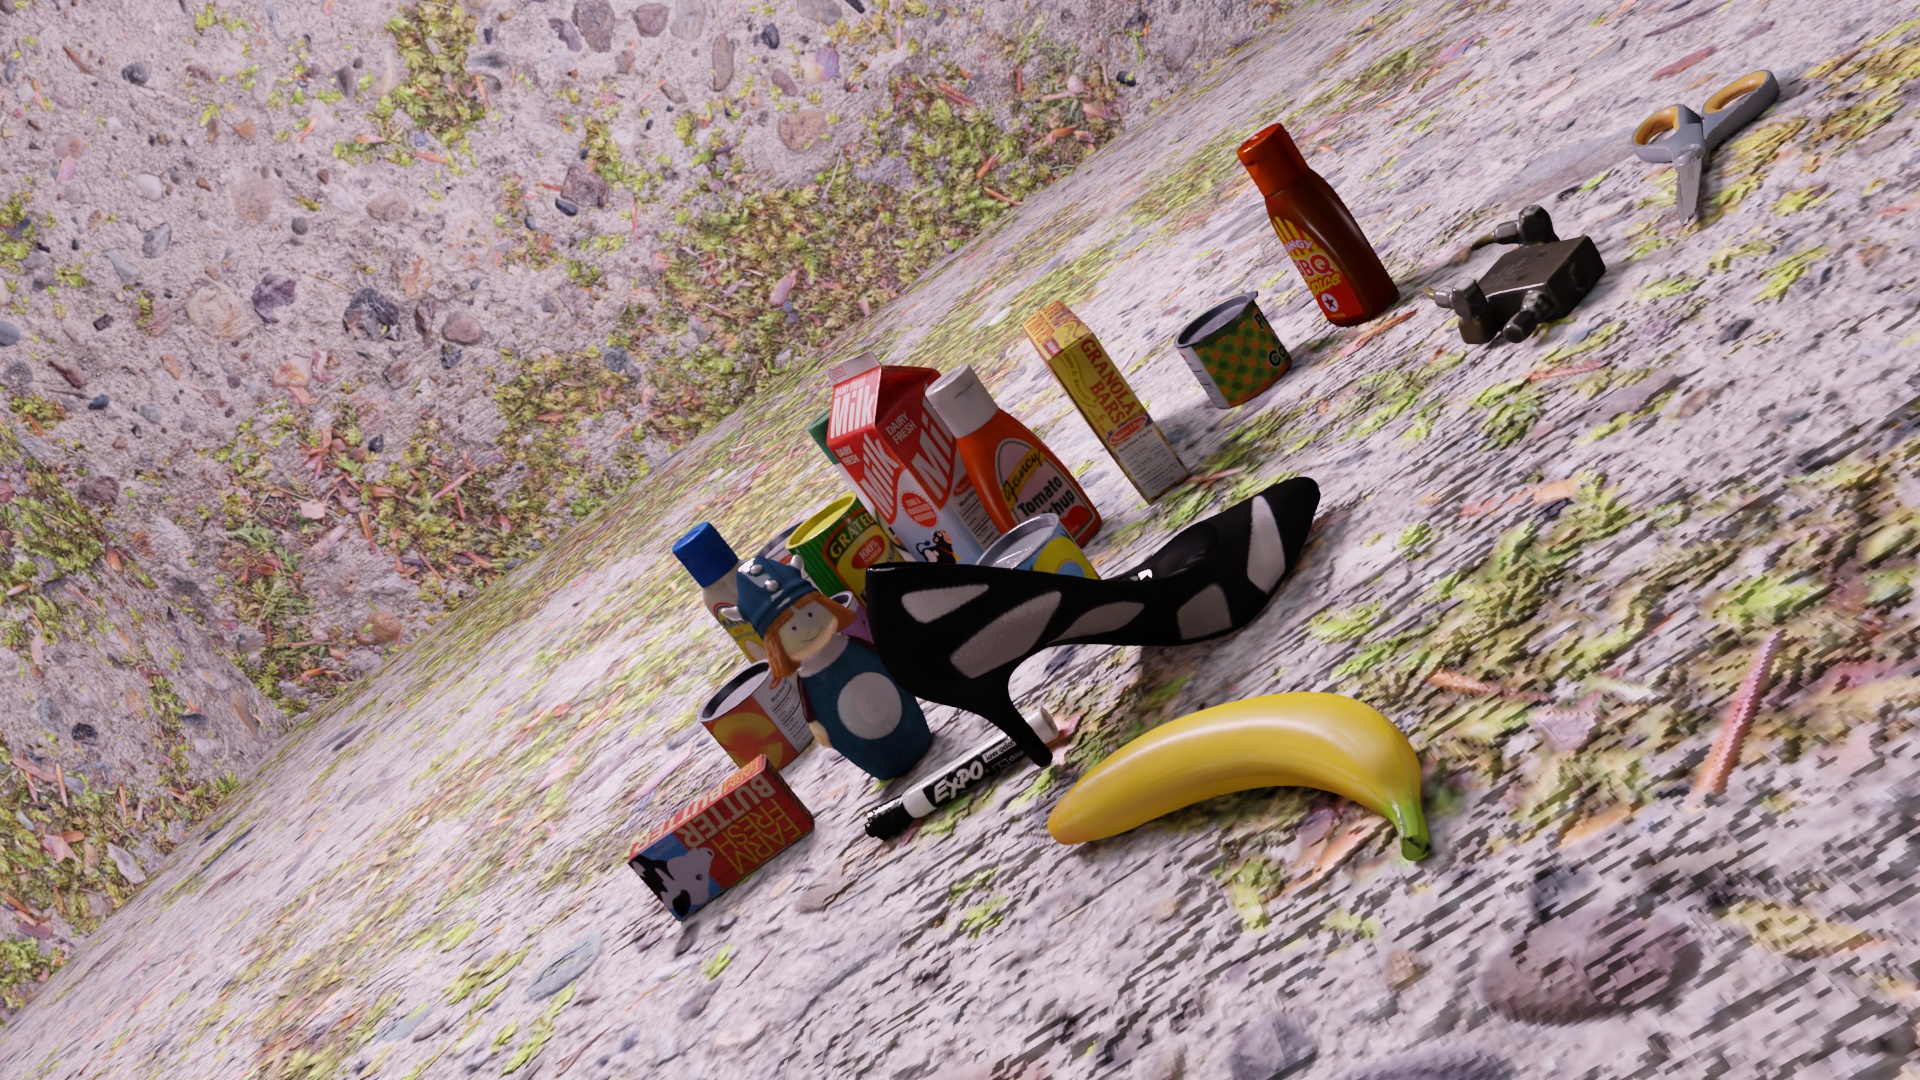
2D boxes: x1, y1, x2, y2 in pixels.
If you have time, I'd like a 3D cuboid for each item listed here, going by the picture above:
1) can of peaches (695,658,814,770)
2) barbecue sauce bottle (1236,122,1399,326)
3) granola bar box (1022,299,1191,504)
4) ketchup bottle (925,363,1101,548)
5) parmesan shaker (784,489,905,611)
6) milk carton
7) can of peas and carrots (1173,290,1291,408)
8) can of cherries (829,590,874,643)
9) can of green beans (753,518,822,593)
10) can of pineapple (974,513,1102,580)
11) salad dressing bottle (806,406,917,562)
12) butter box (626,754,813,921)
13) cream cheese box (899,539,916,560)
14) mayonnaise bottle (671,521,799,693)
[{"bbox_3d":[-0.143,0.127,0.982,0.071,0.058,0.071,-34,16,11],"label":"can of peaches"},{"bbox_3d":[0.249,-0.223,0.981,0.044,0.148,0.065,-40,16,-11],"label":"barbecue sauce bottle"},{"bbox_3d":[0.101,-0.104,1.002,0.039,0.124,0.166,-35,16,7],"label":"granola bar box"},{"bbox_3d":[0.032,-0.052,0.953,0.065,0.148,0.043,-41,16,-14],"label":"ketchup bottle"},{"bbox_3d":[-0.073,0.022,1.049,0.071,0.103,0.071,-34,16,11],"label":"parmesan shaker"},{"bbox_3d":[-0.025,-0.054,1.004,0.074,0.190,0.072,-46,18,-30],"label":"milk carton"},{"bbox_3d":[0.200,-0.139,1.012,0.071,0.058,0.071,-34,16,11],"label":"can of peas and carrots"},{"bbox_3d":[-0.088,0.080,0.997,0.071,0.058,0.072,-34,16,11],"label":"can of cherries"},{"bbox_3d":[-0.151,0.022,1.294,0.071,0.057,0.071,-34,16,11],"label":"can of green beans"},{"bbox_3d":[0.048,0.026,0.865,0.071,0.057,0.071,-34,16,11],"label":"can of pineapple"},{"bbox_3d":[-0.070,-0.045,1.151,0.064,0.147,0.044,-43,17,-21],"label":"salad dressing bottle"},{"bbox_3d":[-0.145,0.180,0.844,0.103,0.053,0.024,-35,16,4],"label":"butter box"},{"bbox_3d":[0.004,-0.014,1.079,0.104,0.053,0.024,-46,18,-31],"label":"cream cheese box"},{"bbox_3d":[-0.162,0.053,1.066,0.064,0.148,0.041,-20,23,46],"label":"mayonnaise bottle"}]
